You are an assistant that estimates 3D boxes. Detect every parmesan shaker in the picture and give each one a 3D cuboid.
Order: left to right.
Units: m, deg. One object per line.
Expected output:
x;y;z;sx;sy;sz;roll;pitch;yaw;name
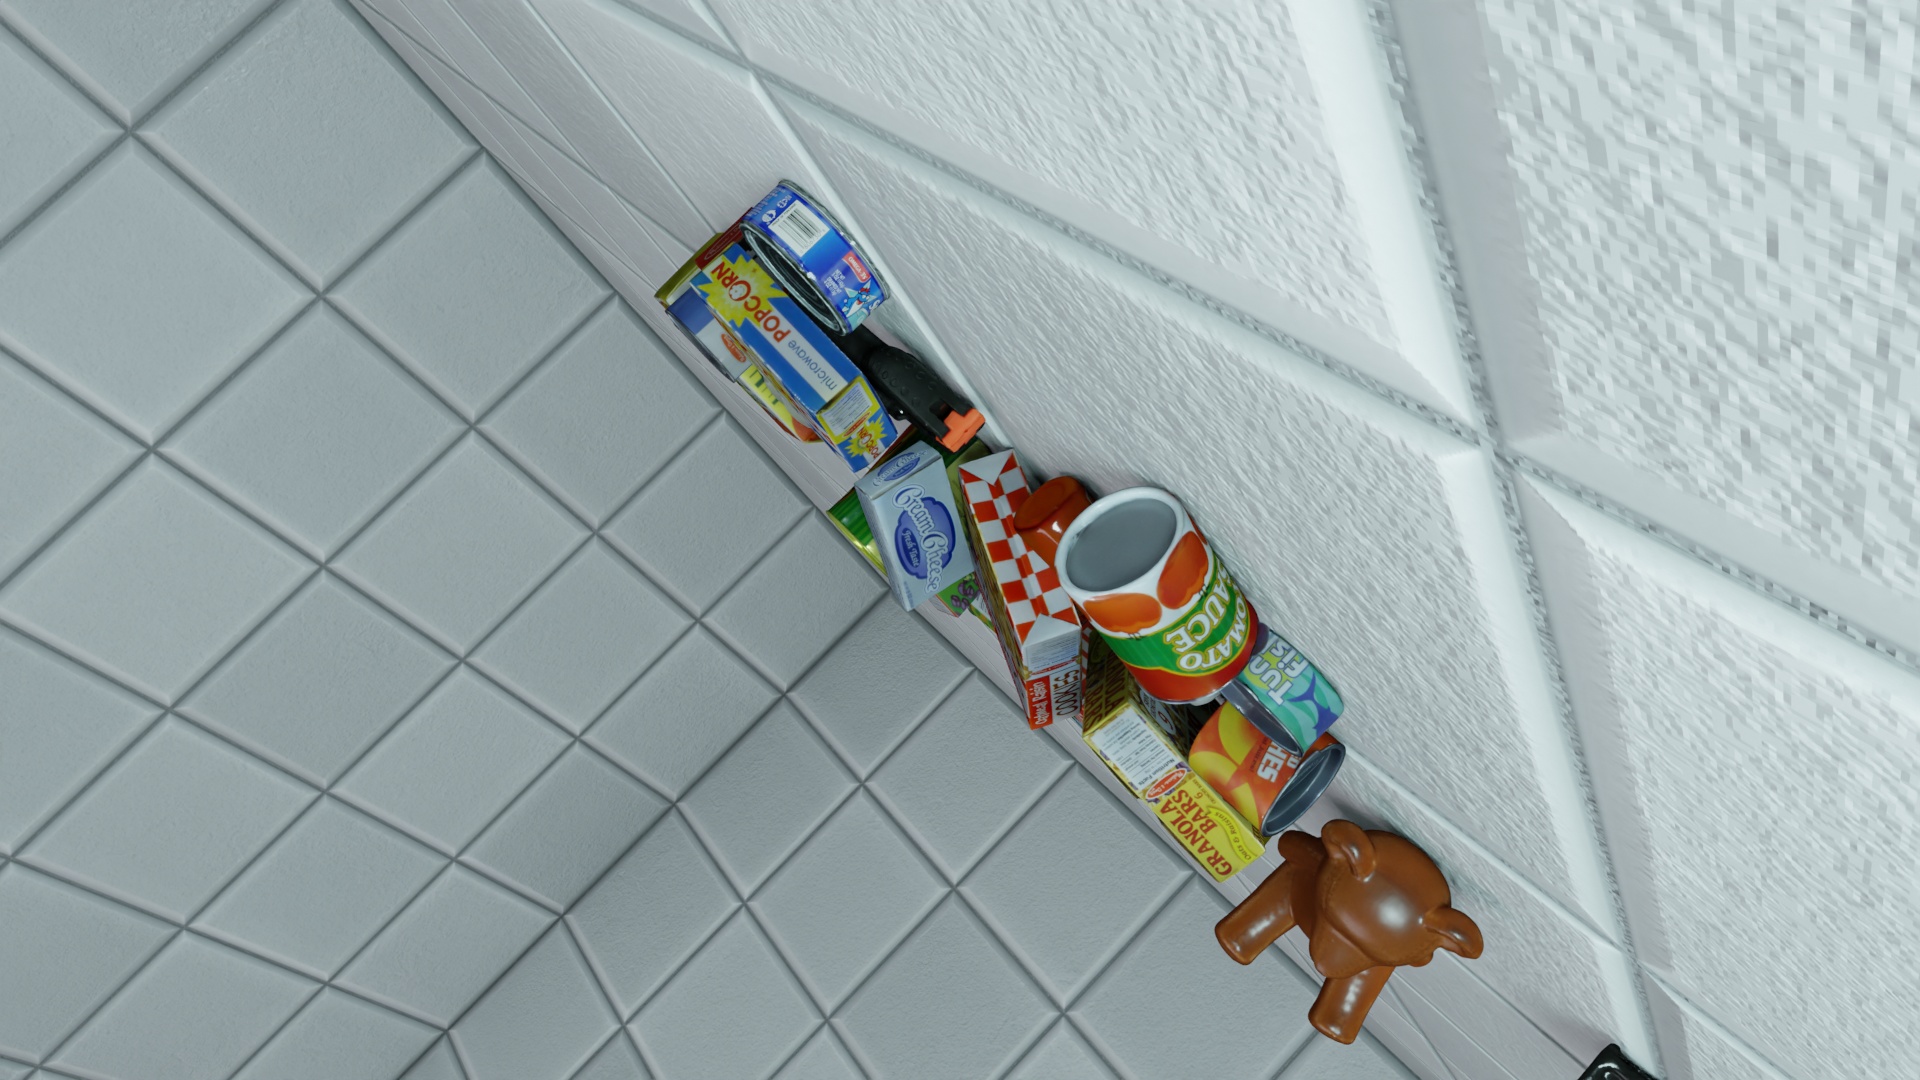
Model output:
-0.029;-0.030;0.923;0.071;0.103;0.071;45;174;6;parmesan shaker

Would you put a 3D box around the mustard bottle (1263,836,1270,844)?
0.170;0.175;1.060;0.160;0.065;0.048;26;161;35;mustard bottle

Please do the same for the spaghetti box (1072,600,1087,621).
0.078;0.031;0.972;0.050;0.029;0.250;45;174;2;spaghetti box

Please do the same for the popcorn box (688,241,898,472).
-0.096;-0.106;0.816;0.127;0.038;0.085;47;176;22;popcorn box

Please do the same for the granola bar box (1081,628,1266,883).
0.132;0.122;0.874;0.124;0.039;0.166;47;-163;-8;granola bar box

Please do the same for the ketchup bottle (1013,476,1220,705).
0.094;0.030;0.775;0.148;0.043;0.065;46;177;-14;ketchup bottle

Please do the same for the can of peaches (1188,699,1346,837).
0.169;0.118;0.766;0.058;0.071;0.071;42;173;32;can of peaches

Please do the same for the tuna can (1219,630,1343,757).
0.155;0.073;0.692;0.071;0.033;0.071;44;174;6;tuna can

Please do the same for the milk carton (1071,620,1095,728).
0.104;0.098;1.048;0.073;0.072;0.190;45;174;3;milk carton

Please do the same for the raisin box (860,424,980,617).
-0.020;-0.015;1.053;0.123;0.086;0.040;47;167;-25;raisin box

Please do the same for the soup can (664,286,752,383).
-0.148;-0.160;0.938;0.071;0.084;0.071;45;174;6;soup can

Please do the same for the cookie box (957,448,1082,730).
0.040;0.036;0.876;0.166;0.040;0.123;80;172;-65;cookie box

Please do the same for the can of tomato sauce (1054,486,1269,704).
0.093;0.025;0.640;0.083;0.071;0.071;50;172;-36;can of tomato sauce

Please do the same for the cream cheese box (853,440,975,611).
-0.028;-0.008;0.869;0.024;0.053;0.103;40;156;42;cream cheese box

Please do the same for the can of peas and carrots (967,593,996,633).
0.049;0.049;1.140;0.059;0.071;0.070;39;172;42;can of peas and carrots

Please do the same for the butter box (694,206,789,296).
-0.118;-0.158;0.894;0.103;0.053;0.024;50;174;-39;butter box

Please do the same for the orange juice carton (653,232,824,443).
-0.139;-0.142;1.069;0.192;0.073;0.072;47;174;-22;orange juice carton

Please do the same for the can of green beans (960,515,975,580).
0.005;-0.014;0.984;0.058;0.071;0.071;42;174;20;can of green beans

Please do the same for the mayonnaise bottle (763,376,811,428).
-0.099;-0.110;0.966;0.041;0.065;0.148;49;-179;-25;mayonnaise bottle
